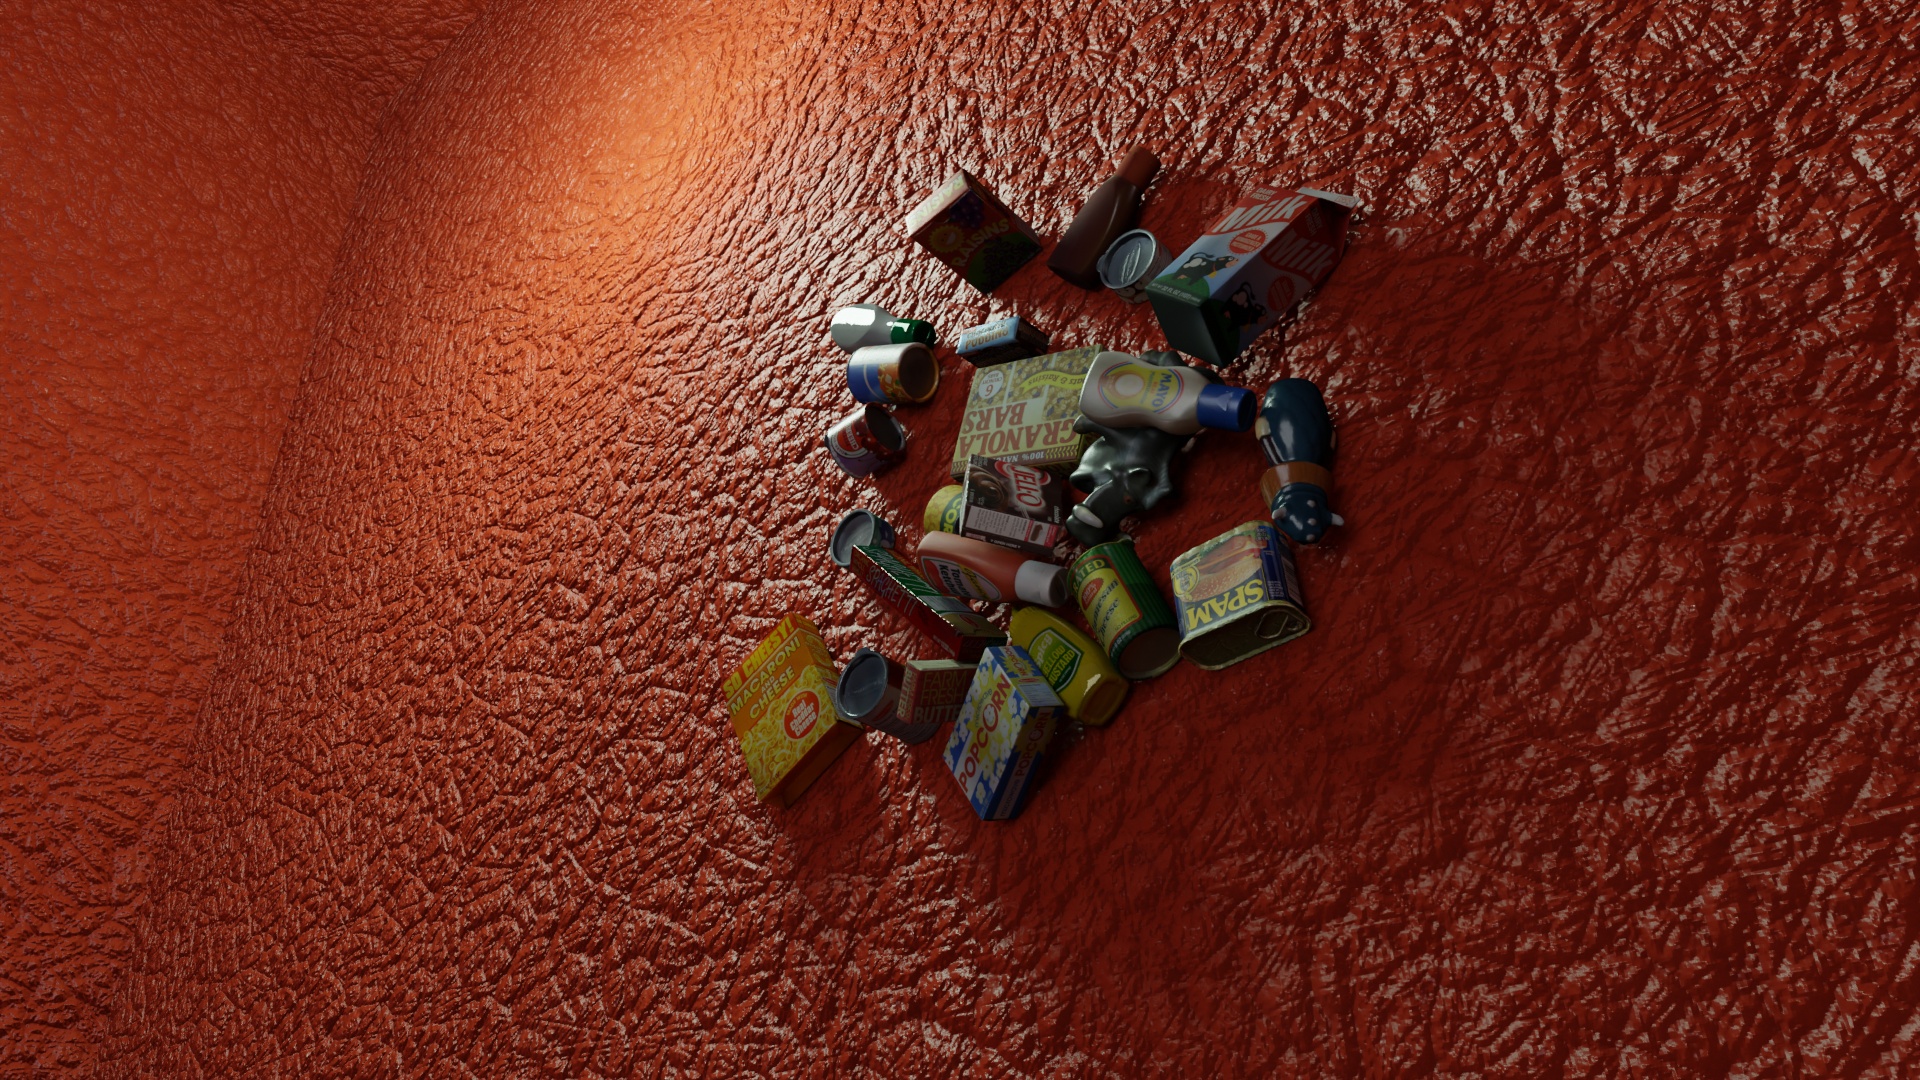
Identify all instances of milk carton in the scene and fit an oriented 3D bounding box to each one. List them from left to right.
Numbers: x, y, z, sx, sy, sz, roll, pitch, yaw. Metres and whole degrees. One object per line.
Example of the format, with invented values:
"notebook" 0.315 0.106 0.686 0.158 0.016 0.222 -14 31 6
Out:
"milk carton" 0.258 -0.243 1.202 0.191 0.073 0.072 -43 40 -13

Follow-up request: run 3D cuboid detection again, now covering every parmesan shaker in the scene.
"parmesan shaker" 0.140 0.057 1.164 0.071 0.071 0.103 -44 43 17

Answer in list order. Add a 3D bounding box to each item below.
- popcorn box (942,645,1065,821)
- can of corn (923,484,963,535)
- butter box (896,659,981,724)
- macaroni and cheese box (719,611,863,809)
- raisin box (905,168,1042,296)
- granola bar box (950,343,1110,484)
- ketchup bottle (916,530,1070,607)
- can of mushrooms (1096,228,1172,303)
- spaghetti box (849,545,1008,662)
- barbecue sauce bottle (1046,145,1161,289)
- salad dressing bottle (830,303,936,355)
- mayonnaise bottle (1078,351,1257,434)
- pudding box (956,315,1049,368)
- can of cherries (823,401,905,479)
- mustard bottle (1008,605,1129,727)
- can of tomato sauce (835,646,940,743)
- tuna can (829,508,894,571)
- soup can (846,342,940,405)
"popcorn box" 0.035 0.165 1.191 0.085 0.038 0.126 53 131 48
"can of corn" 0.005 -0.017 1.341 0.058 0.071 0.071 21 82 50
"butter box" -0.006 0.133 1.229 0.024 0.104 0.053 23 107 49
"macaroni and cheese box" -0.177 0.173 1.430 0.123 0.040 0.167 -46 43 15
"raisin box" 0.014 -0.326 1.479 0.086 0.123 0.040 -35 46 25
"granola bar box" 0.072 -0.119 1.360 0.165 0.039 0.124 -5 63 43
"ketchup bottle" 0.031 0.030 1.254 0.149 0.064 0.044 11 50 39
"can of mushrooms" 0.170 -0.267 1.357 0.071 0.033 0.071 -23 53 34
"spaghetti box" -0.036 0.057 1.328 0.250 0.050 0.028 34 115 56
"barbecue sauce bottle" 0.149 -0.328 1.408 0.065 0.043 0.148 33 91 49
"salad dressing bottle" -0.089 -0.238 1.590 0.148 0.044 0.064 15 76 47
"mayonnaise bottle" 0.174 -0.119 1.166 0.148 0.041 0.065 14 78 36
"pudding box" 0.043 -0.202 1.431 0.083 0.049 0.030 -6 64 43
"can of cherries" -0.103 -0.109 1.504 0.058 0.071 0.072 -30 48 28
"mustard bottle" 0.082 0.098 1.211 0.065 0.049 0.161 -57 40 8
"can of tomato sauce" -0.064 0.146 1.302 0.071 0.083 0.071 -24 52 34
"tuna can" -0.103 0.004 1.464 0.071 0.033 0.071 -24 52 34
"soup can" -0.073 -0.180 1.524 0.083 0.071 0.071 3 69 45
